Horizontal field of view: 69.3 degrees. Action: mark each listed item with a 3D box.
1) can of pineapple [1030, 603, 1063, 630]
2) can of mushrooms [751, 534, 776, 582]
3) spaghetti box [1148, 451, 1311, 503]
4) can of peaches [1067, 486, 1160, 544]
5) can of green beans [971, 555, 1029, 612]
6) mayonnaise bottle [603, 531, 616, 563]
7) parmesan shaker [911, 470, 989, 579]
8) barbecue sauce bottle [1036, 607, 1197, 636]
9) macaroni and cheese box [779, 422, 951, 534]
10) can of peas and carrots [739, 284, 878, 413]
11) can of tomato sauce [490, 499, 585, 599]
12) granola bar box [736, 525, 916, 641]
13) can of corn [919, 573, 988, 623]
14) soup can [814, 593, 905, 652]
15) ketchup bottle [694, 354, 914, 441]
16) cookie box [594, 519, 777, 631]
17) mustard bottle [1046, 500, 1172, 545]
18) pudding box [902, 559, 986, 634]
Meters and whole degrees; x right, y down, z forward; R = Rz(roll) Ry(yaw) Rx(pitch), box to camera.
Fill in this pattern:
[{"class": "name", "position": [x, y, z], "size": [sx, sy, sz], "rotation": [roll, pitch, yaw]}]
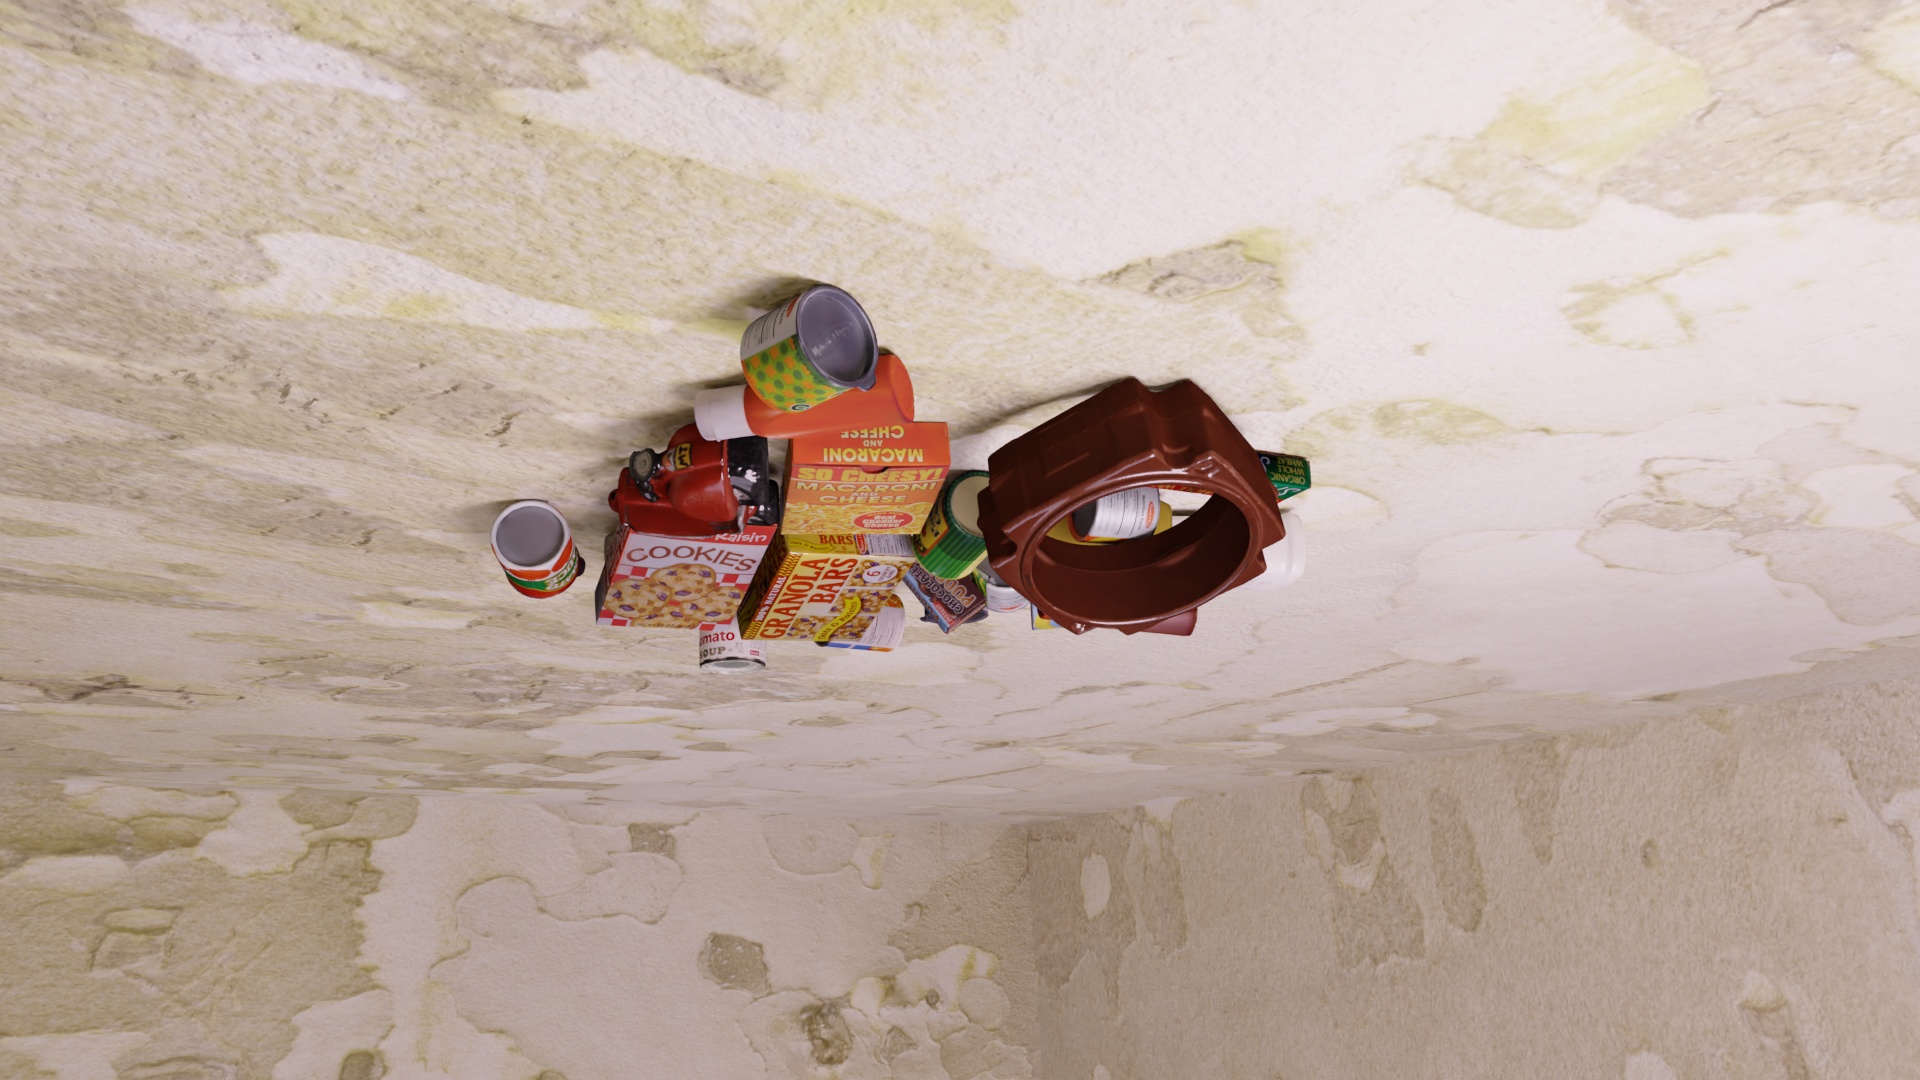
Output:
[{"class": "can of pineapple", "position": [0.101, 0.058, 1.455], "size": [0.058, 0.071, 0.071], "rotation": [-4, 162, 1]}, {"class": "can of mushrooms", "position": [-0.197, 0.016, 1.325], "size": [0.071, 0.033, 0.071], "rotation": [-2, 161, -1]}, {"class": "spaghetti box", "position": [0.179, -0.063, 1.146], "size": [0.250, 0.029, 0.050], "rotation": [6, 161, -26]}, {"class": "can of peaches", "position": [0.128, -0.029, 1.184], "size": [0.058, 0.071, 0.071], "rotation": [3, 161, -19]}, {"class": "can of green beans", "position": [0.043, 0.029, 1.344], "size": [0.071, 0.071, 0.057], "rotation": [-3, 156, 1]}, {"class": "mayonnaise bottle", "position": [-0.289, 0.026, 1.331], "size": [0.065, 0.041, 0.147], "rotation": [-7, 163, 4]}, {"class": "parmesan shaker", "position": [0.004, -0.015, 1.211], "size": [0.071, 0.071, 0.102], "rotation": [3, 159, -18]}, {"class": "barbecue sauce bottle", "position": [0.149, 0.062, 1.333], "size": [0.149, 0.043, 0.065], "rotation": [5, -158, -14]}, {"class": "macaroni and cheese box", "position": [-0.081, -0.047, 1.132], "size": [0.124, 0.040, 0.166], "rotation": [0, 162, -11]}, {"class": "can of peas and carrots", "position": [-0.093, -0.116, 0.867], "size": [0.058, 0.071, 0.071], "rotation": [-18, 156, 41]}, {"class": "can of tomato sauce", "position": [-0.370, 0.009, 1.218], "size": [0.071, 0.071, 0.082], "rotation": [0, 161, -9]}, {"class": "granola bar box", "position": [-0.129, 0.040, 1.305], "size": [0.124, 0.039, 0.164], "rotation": [3, 147, -25]}, {"class": "can of corn", "position": [-0.008, 0.051, 1.422], "size": [0.071, 0.058, 0.071], "rotation": [-3, 162, -1]}, {"class": "soup can", "position": [-0.113, 0.085, 1.505], "size": [0.084, 0.071, 0.071], "rotation": [9, 159, -33]}, {"class": "ketchup bottle", "position": [-0.110, -0.096, 0.970], "size": [0.149, 0.043, 0.064], "rotation": [-6, 160, 12]}, {"class": "cookie box", "position": [-0.245, 0.018, 1.228], "size": [0.123, 0.040, 0.166], "rotation": [5, 140, -25]}, {"class": "mustard bottle", "position": [0.108, -0.011, 1.244], "size": [0.160, 0.065, 0.048], "rotation": [3, 160, -4]}, {"class": "pudding box", "position": [-0.020, 0.043, 1.335], "size": [0.050, 0.084, 0.030], "rotation": [-35, 165, -15]}]
